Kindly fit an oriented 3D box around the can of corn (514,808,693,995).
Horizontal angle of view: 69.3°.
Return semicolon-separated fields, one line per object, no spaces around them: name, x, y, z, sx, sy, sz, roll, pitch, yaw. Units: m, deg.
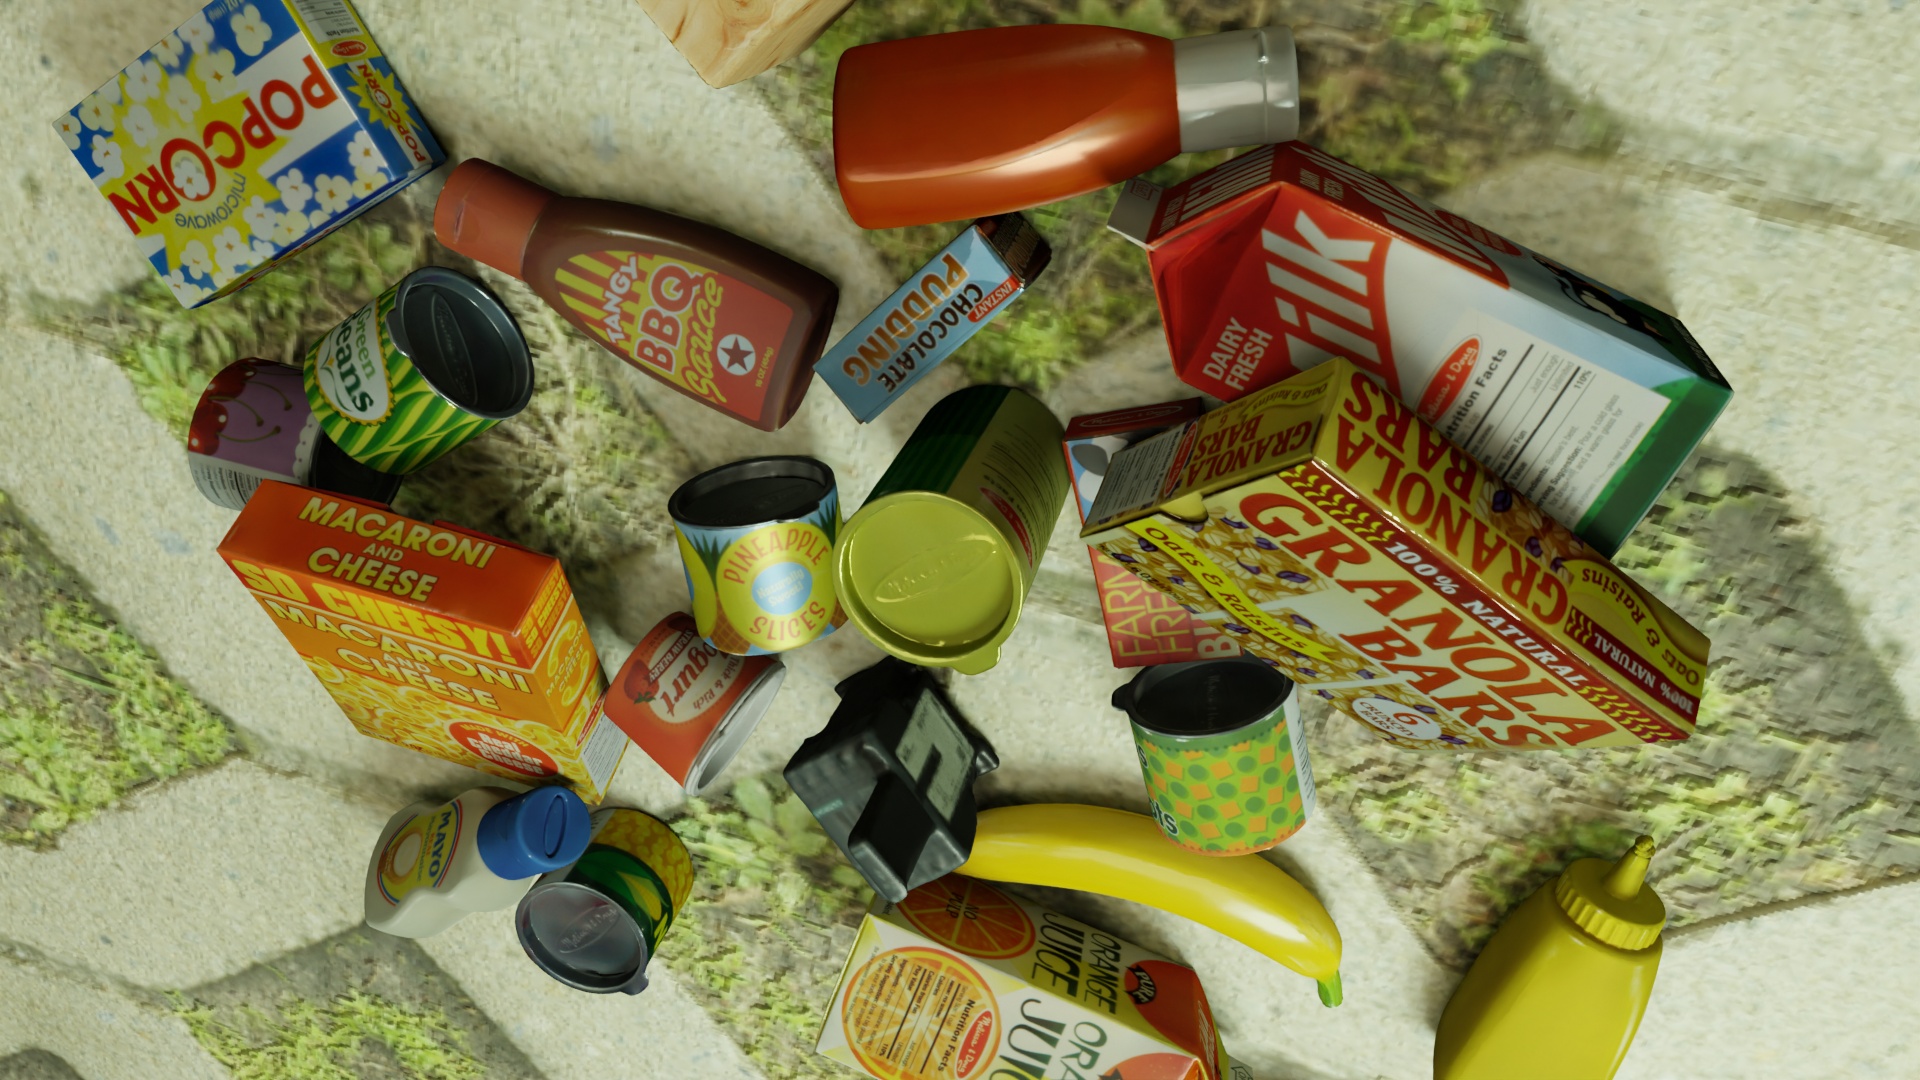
can of corn;-0.167;0.173;0.665;0.071;0.058;0.070;6;117;12

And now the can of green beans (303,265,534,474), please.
can of green beans;-0.215;-0.067;0.553;0.057;0.071;0.071;-25;108;25

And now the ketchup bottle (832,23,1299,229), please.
ketchup bottle;0.034;-0.141;0.457;0.149;0.065;0.043;-4;156;10

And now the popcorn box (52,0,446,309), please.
popcorn box;-0.276;-0.155;0.541;0.126;0.038;0.085;-22;109;23

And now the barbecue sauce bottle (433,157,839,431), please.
barbecue sauce bottle;-0.124;-0.099;0.527;0.148;0.044;0.064;25;120;2

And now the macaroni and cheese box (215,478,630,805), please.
macaroni and cheese box;-0.216;0.047;0.584;0.124;0.040;0.165;15;148;7

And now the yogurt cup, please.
yogurt cup;-0.115;0.067;0.597;0.054;0.073;0.072;34;120;5

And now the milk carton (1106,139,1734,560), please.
milk carton;0.138;-0.072;0.456;0.191;0.073;0.073;25;119;0

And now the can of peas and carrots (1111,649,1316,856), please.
can of peas and carrots;0.100;0.082;0.545;0.071;0.071;0.058;-8;114;18

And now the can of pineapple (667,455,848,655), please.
can of pineapple;-0.077;0.006;0.552;0.071;0.071;0.057;-1;117;15

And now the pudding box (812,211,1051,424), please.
pudding box;-0.010;-0.082;0.502;0.083;0.050;0.030;-37;101;27

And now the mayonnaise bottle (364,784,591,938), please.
mayonnaise bottle;-0.225;0.144;0.644;0.041;0.065;0.147;26;144;-37

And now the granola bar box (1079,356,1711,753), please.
granola bar box;0.140;0.016;0.462;0.165;0.039;0.124;33;157;-18

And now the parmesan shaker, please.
parmesan shaker;0.002;-0.006;0.506;0.071;0.103;0.071;6;117;12

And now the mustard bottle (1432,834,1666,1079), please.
mustard bottle;0.247;0.179;0.566;0.065;0.049;0.159;18;118;5

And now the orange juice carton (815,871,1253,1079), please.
orange juice carton;0.041;0.216;0.616;0.193;0.072;0.073;22;103;3

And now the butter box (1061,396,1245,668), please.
butter box;0.076;0.000;0.535;0.053;0.024;0.103;-7;114;17

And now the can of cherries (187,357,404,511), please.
can of cherries;-0.276;-0.042;0.585;0.058;0.072;0.071;12;118;10
